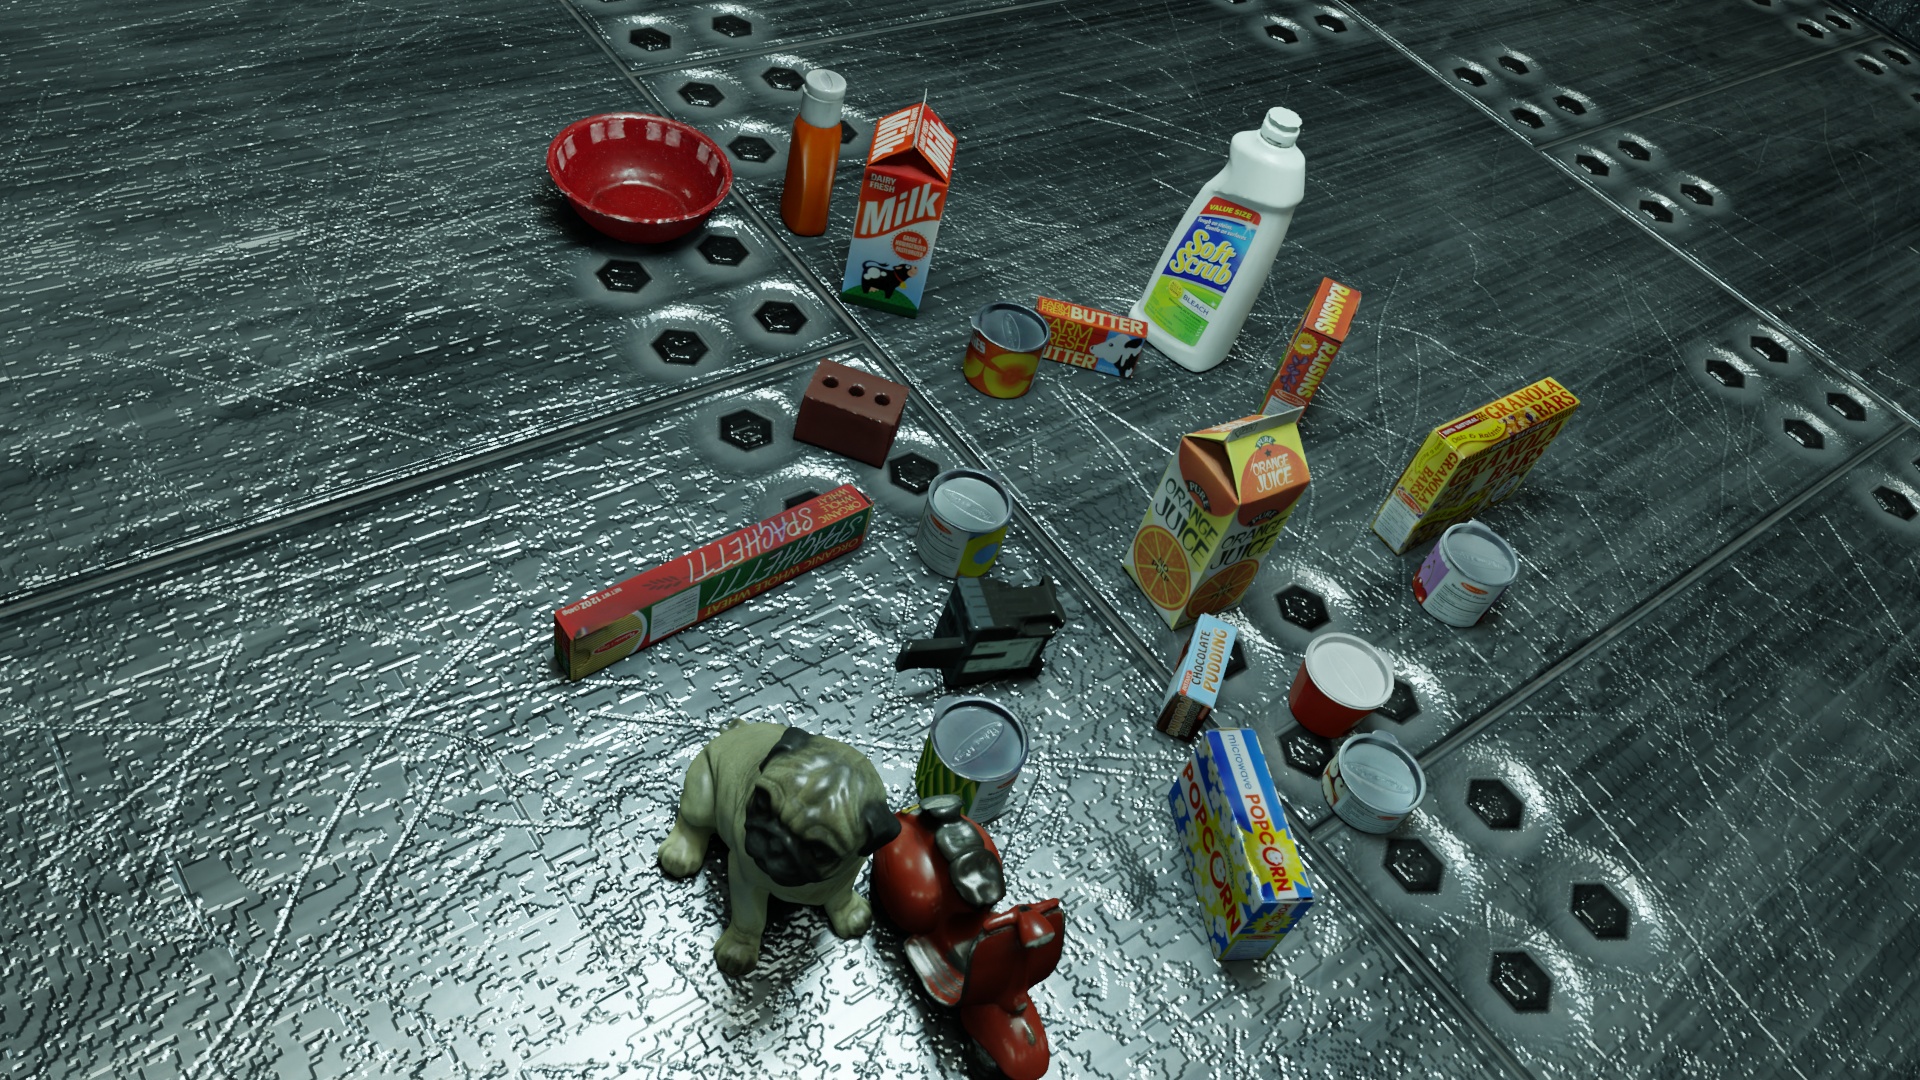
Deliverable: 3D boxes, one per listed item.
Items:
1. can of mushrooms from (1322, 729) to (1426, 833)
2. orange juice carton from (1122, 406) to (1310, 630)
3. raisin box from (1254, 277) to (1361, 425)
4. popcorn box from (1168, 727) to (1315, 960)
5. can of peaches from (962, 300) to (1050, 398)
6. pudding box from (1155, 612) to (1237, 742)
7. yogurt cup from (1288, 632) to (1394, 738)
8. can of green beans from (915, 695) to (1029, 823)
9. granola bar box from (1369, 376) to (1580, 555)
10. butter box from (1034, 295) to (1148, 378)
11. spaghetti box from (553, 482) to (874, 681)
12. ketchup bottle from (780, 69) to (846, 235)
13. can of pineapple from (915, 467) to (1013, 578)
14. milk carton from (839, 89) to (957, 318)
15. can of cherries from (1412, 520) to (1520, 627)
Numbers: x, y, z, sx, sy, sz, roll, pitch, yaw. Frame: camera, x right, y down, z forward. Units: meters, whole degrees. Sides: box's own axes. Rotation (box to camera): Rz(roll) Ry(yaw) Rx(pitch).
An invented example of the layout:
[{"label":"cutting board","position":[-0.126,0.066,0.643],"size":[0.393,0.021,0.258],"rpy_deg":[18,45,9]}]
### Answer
[{"label":"can of mushrooms","position":[0.298,0.174,1.002],"size":[0.071,0.033,0.071],"rpy_deg":[8,48,-9]},{"label":"orange juice carton","position":[0.195,-0.025,1.040],"size":[0.072,0.191,0.073],"rpy_deg":[-17,56,-28]},{"label":"raisin box","position":[0.309,-0.161,1.242],"size":[0.040,0.122,0.086],"rpy_deg":[26,47,7]},{"label":"popcorn box","position":[0.181,0.198,0.910],"size":[0.038,0.084,0.127],"rpy_deg":[1,49,-16]},{"label":"can of peaches","position":[0.037,-0.166,1.212],"size":[0.071,0.057,0.071],"rpy_deg":[8,48,-9]},{"label":"pudding box","position":[0.174,0.100,1.020],"size":[0.030,0.049,0.084],"rpy_deg":[24,47,5]},{"label":"yogurt cup","position":[0.281,0.111,1.039],"size":[0.072,0.053,0.073],"rpy_deg":[8,48,-9]},{"label":"can of green beans","position":[0.007,0.146,0.924],"size":[0.071,0.057,0.071],"rpy_deg":[8,48,-9]},{"label":"granola bar box","position":[0.441,-0.065,1.195],"size":[0.166,0.123,0.039],"rpy_deg":[-22,59,-31]},{"label":"butter box","position":[0.112,-0.183,1.251],"size":[0.103,0.052,0.024],"rpy_deg":[13,47,-5]},{"label":"spaghetti box","position":[-0.170,0.025,0.986],"size":[0.251,0.049,0.029],"rpy_deg":[-26,61,-33]},{"label":"ketchup bottle","position":[-0.134,-0.355,1.267],"size":[0.043,0.148,0.065],"rpy_deg":[-4,51,-20]},{"label":"can of pineapple","position":[0.004,-0.013,1.066],"size":[0.071,0.057,0.071],"rpy_deg":[8,48,-9]},{"label":"milk carton","position":[-0.052,-0.293,1.208],"size":[0.073,0.189,0.073],"rpy_deg":[12,47,-6]},{"label":"can of cherries","position":[0.418,0.027,1.150],"size":[0.071,0.058,0.072],"rpy_deg":[8,48,-9]}]
